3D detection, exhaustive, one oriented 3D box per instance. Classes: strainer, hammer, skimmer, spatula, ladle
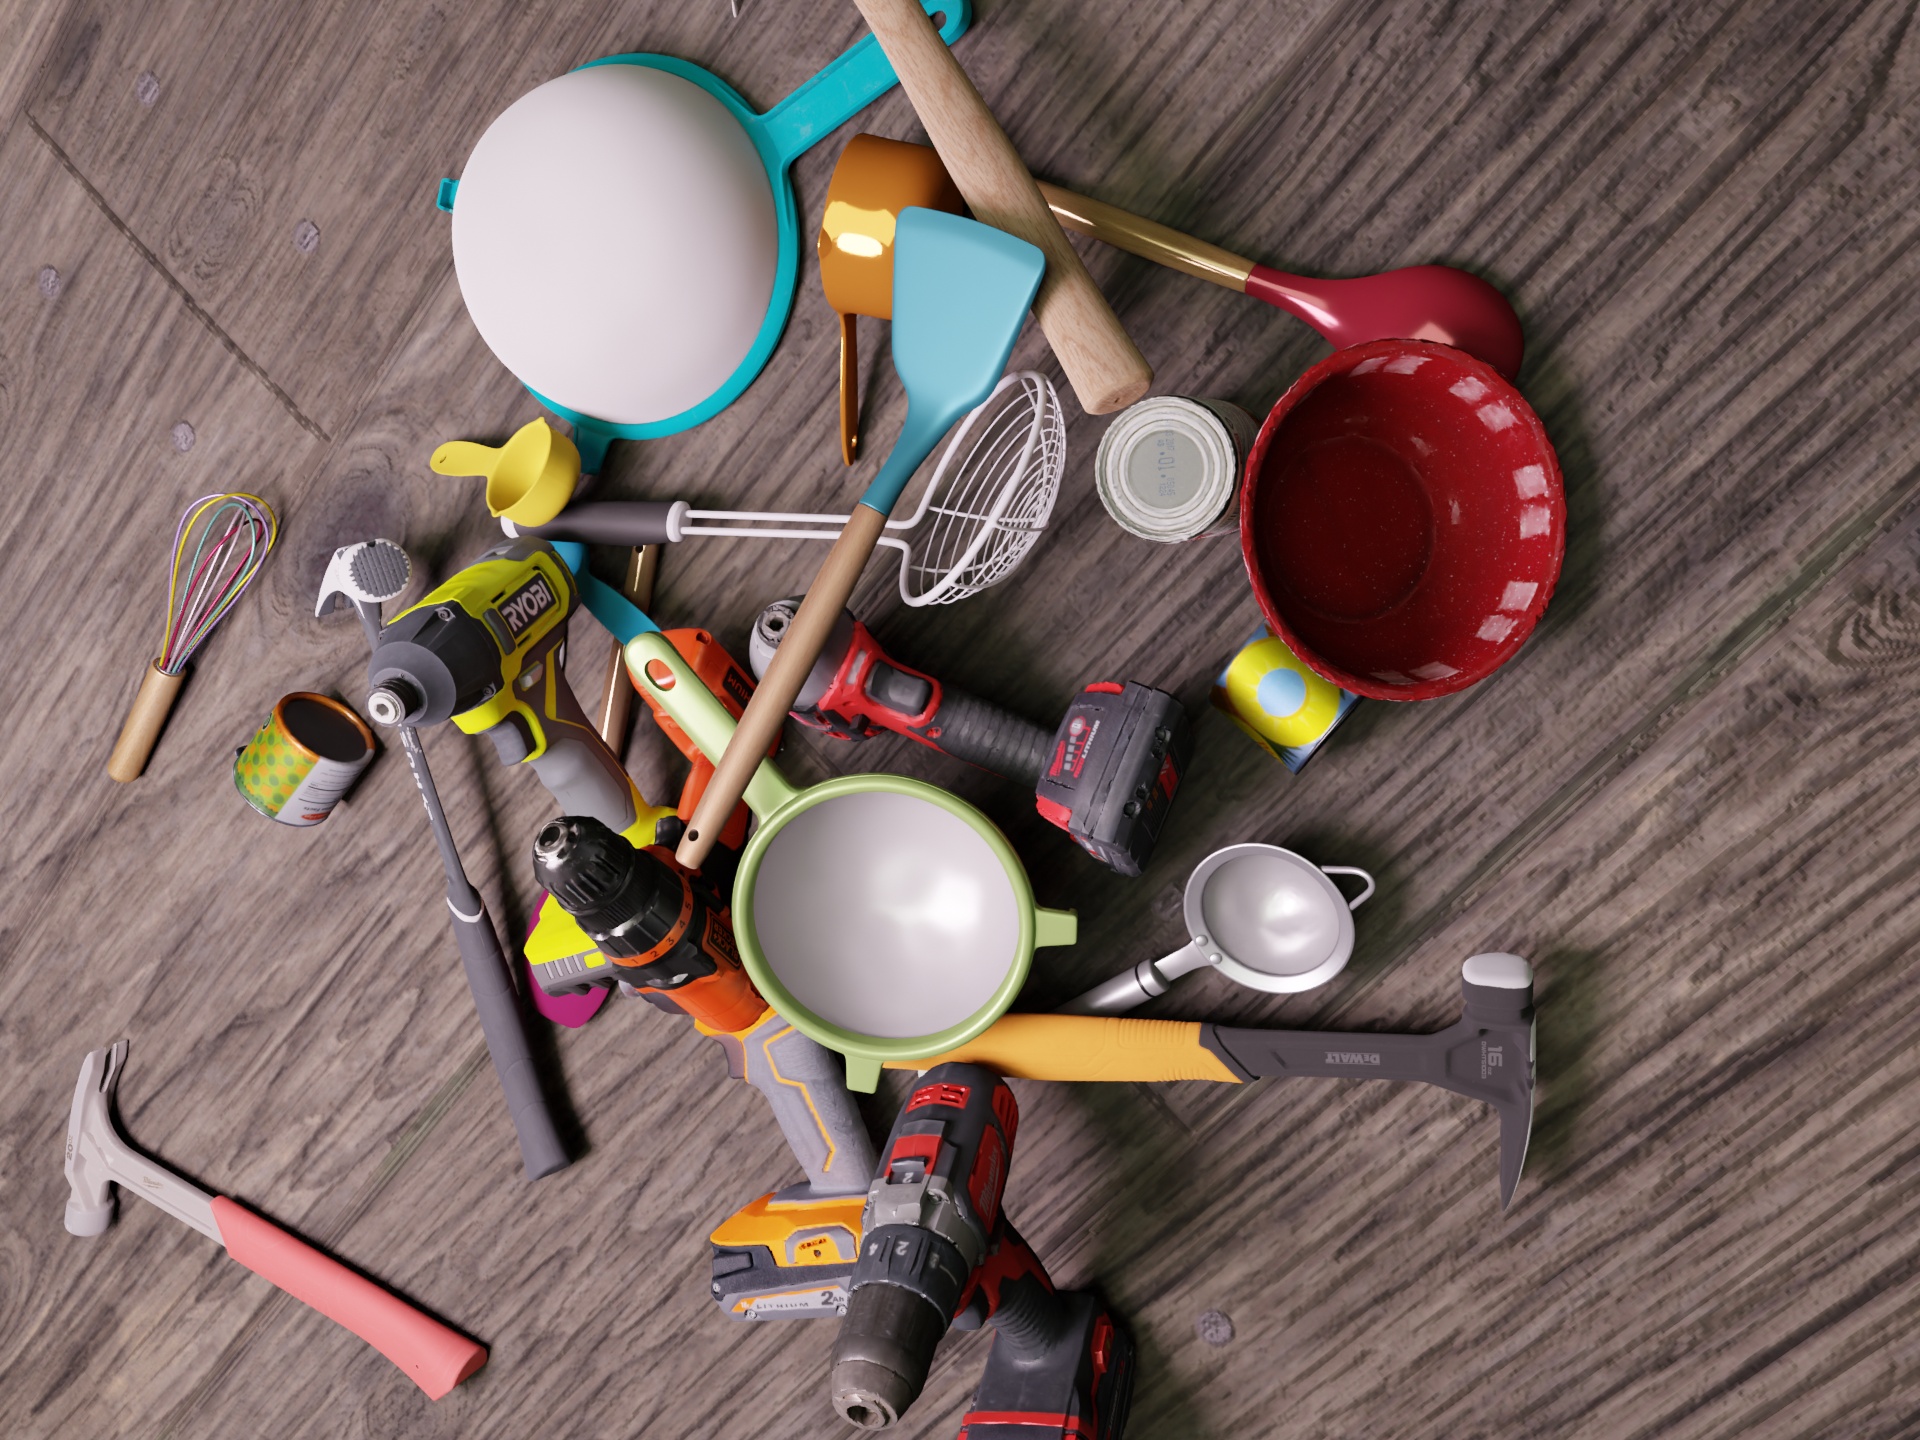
[{"bbox_3d":[-0.069,0.051,0.796,0.151,0.069,0.256,-40,95,16],"label":"strainer"},{"bbox_3d":[-0.149,-0.287,0.836,0.340,0.095,0.211,-27,87,24],"label":"strainer"},{"bbox_3d":[-0.310,0.093,0.969,0.149,0.036,0.409,1,109,59],"label":"hammer"},{"bbox_3d":[0.112,0.173,0.804,0.337,0.034,0.127,0,111,17],"label":"hammer"},{"bbox_3d":[-0.111,-0.120,0.829,0.363,0.090,0.127,4,63,26],"label":"skimmer"},{"bbox_3d":[0.106,0.128,0.828,0.258,0.050,0.087,-34,96,28],"label":"strainer"},{"bbox_3d":[-0.058,-0.077,0.725,0.082,0.044,0.317,27,89,25],"label":"spatula"},{"bbox_3d":[-0.478,0.357,1.099,0.359,0.036,0.149,21,105,18],"label":"hammer"},{"bbox_3d":[0.120,-0.226,0.777,0.315,0.031,0.069,26,106,18],"label":"ladle"},{"bbox_3d":[-0.005,-0.285,0.750,0.130,0.031,0.331,-25,76,-10],"label":"hammer"}]

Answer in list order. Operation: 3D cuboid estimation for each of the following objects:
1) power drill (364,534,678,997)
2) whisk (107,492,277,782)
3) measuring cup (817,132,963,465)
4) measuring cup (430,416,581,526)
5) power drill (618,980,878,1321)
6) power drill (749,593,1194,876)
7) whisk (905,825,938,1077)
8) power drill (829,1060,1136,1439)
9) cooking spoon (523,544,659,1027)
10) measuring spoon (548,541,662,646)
[{"bbox_3d":[-0.224,0.029,0.852,0.080,0.171,0.223,-18,111,20],"label":"power drill"},{"bbox_3d":[-0.511,-0.050,1.050,0.051,0.047,0.245,41,115,10],"label":"whisk"},{"bbox_3d":[-0.034,-0.209,0.820,0.052,0.095,0.173,12,121,13],"label":"measuring cup"},{"bbox_3d":[-0.266,-0.144,0.922,0.157,0.029,0.062,16,80,49],"label":"measuring cup"},{"bbox_3d":[-0.109,0.217,0.907,0.164,0.084,0.226,-12,89,23],"label":"power drill"},{"bbox_3d":[-0.001,-0.003,0.795,0.220,0.143,0.078,21,81,16],"label":"power drill"},{"bbox_3d":[-0.014,0.162,0.879,0.058,0.059,0.246,-7,101,-5],"label":"whisk"},{"bbox_3d":[0.009,0.309,0.786,0.080,0.188,0.226,-9,120,23],"label":"power drill"},{"bbox_3d":[-0.216,0.037,0.953,0.069,0.017,0.319,19,104,21],"label":"cooking spoon"},{"bbox_3d":[-0.204,-0.067,0.920,0.129,0.021,0.042,39,91,25],"label":"measuring spoon"}]
